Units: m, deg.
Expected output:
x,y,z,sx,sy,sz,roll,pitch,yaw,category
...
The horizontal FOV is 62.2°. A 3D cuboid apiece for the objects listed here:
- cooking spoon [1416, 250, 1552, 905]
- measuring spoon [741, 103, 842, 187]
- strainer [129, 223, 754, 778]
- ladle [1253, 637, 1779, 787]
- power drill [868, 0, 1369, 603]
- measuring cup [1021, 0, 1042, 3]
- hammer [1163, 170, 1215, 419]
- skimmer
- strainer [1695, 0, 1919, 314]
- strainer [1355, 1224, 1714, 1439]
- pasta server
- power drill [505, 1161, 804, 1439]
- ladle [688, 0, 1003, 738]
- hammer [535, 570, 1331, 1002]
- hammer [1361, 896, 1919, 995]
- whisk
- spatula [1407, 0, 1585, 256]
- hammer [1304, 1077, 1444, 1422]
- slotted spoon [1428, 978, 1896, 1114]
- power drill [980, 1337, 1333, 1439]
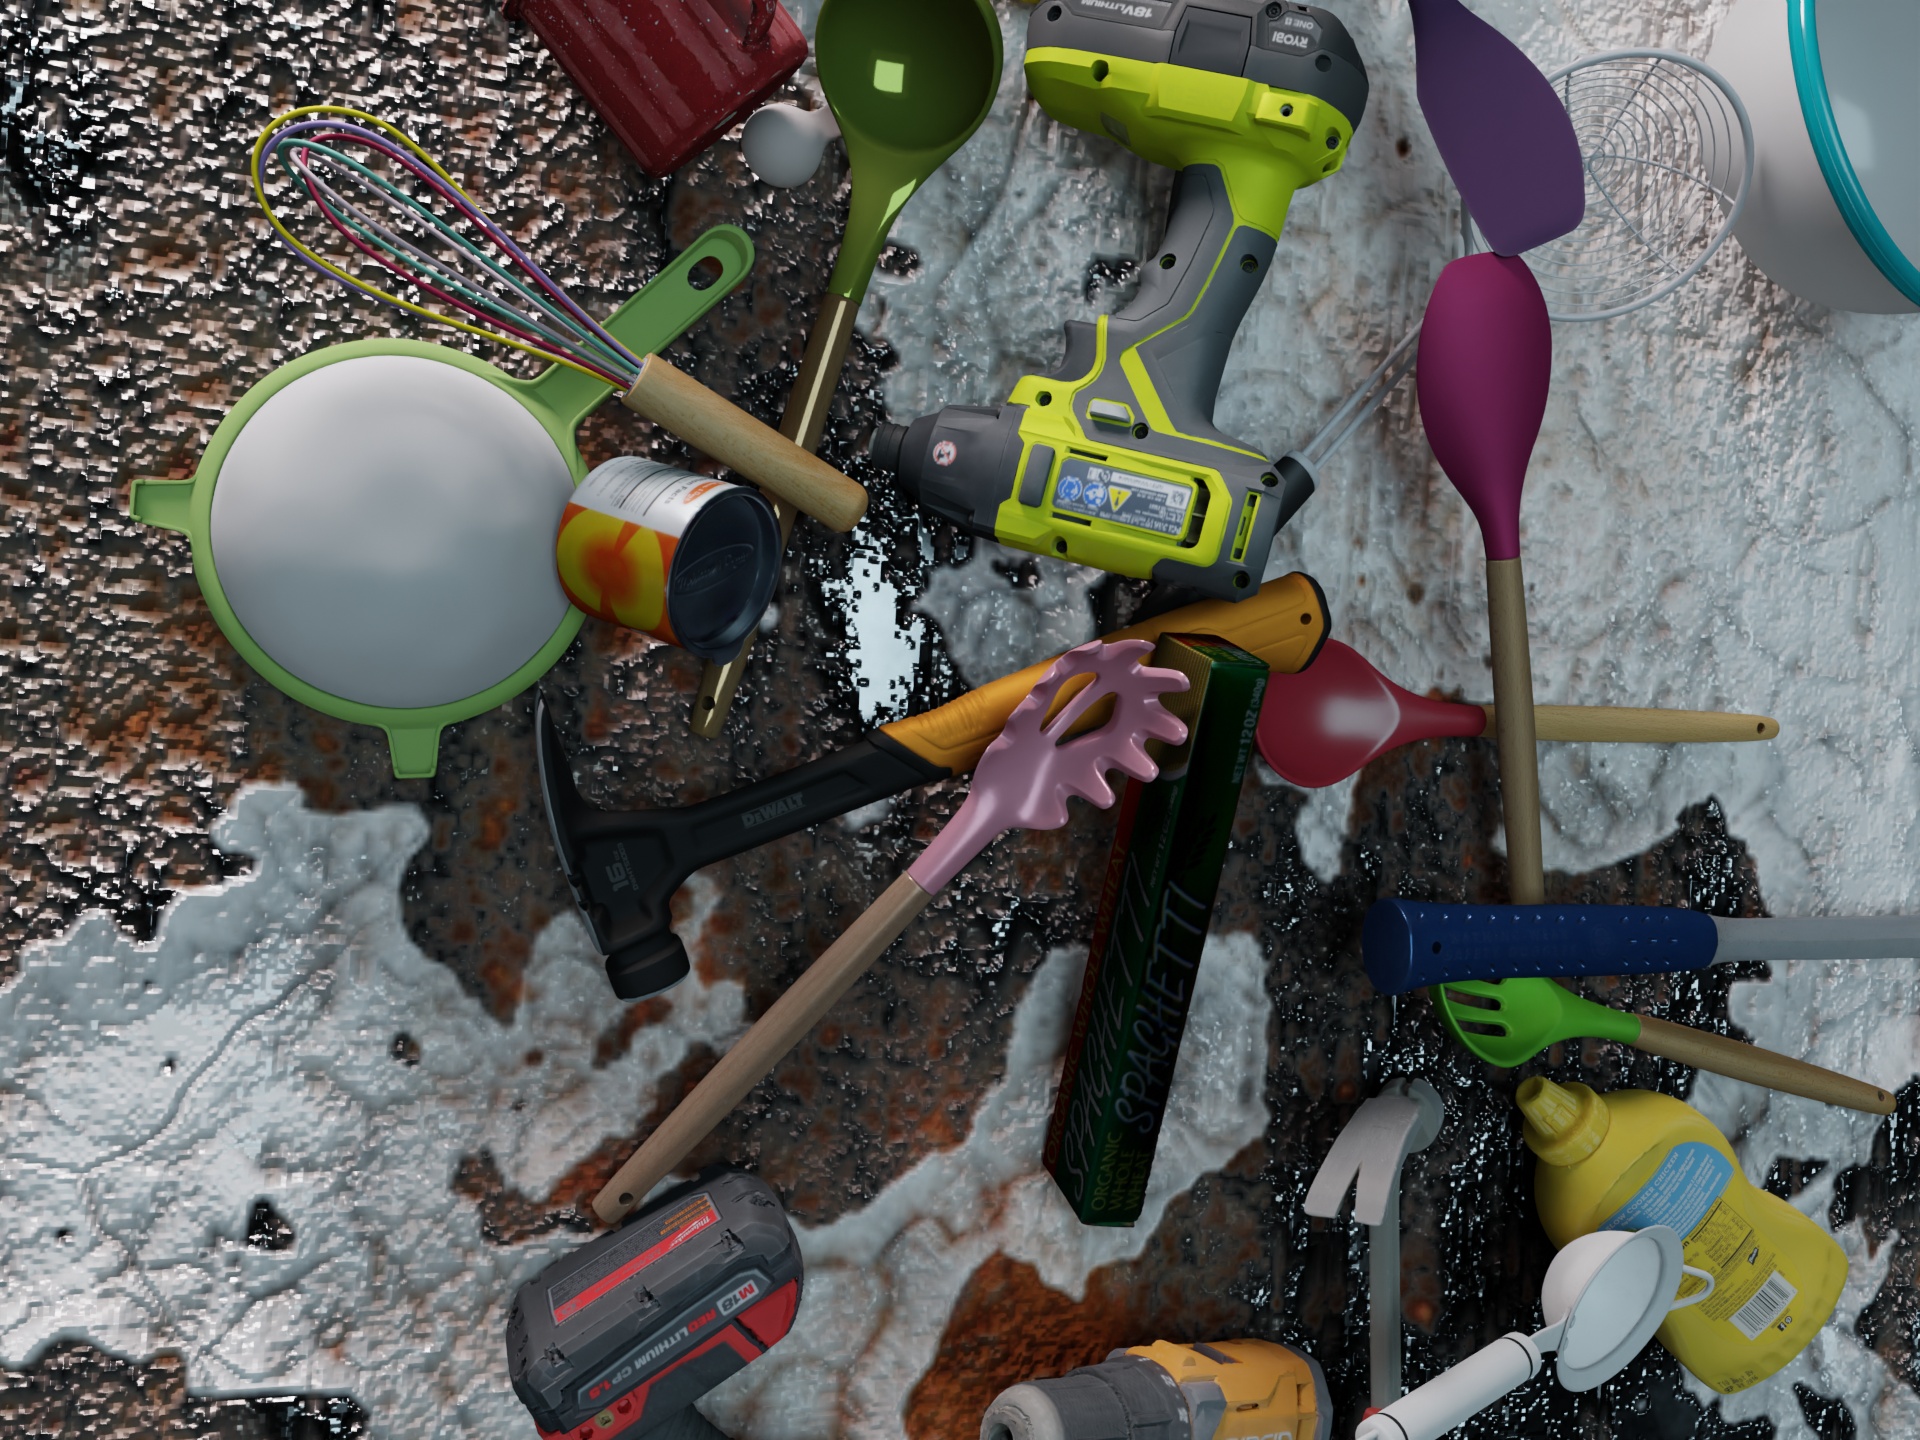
x,y,z,sx,sy,sz,roll,pitch,yaw,category
0.250,-0.049,0.725,0.068,0.017,0.318,-13,106,-14,cooking spoon
-0.036,-0.263,0.670,0.124,0.018,0.034,-32,100,-16,measuring spoon
-0.170,-0.108,0.600,0.256,0.069,0.151,-44,103,-11,strainer
0.272,-0.001,0.769,0.315,0.031,0.069,2,94,-20,ladle
0.065,-0.175,0.650,0.171,0.080,0.223,15,94,10,power drill
0.082,-0.346,0.677,0.156,0.029,0.062,-11,89,3,measuring cup
0.113,-0.261,0.711,0.128,0.033,0.331,9,88,-17,hammer
0.209,-0.152,0.712,0.363,0.090,0.127,-47,119,-11,skimmer
0.384,-0.325,0.756,0.340,0.095,0.211,43,62,-18,strainer
0.241,0.268,0.681,0.258,0.050,0.087,-6,112,-40,strainer
-0.033,0.086,0.628,0.316,0.040,0.060,-46,109,2,pasta server
-0.073,0.298,0.634,0.143,0.078,0.219,-30,102,-15,power drill
-0.058,-0.146,0.636,0.078,0.062,0.320,18,91,10,ladle
-0.001,-0.002,0.653,0.337,0.034,0.127,-20,106,-12,hammer
0.370,0.101,0.776,0.405,0.035,0.144,3,89,-24,hammer
-0.135,-0.140,0.576,0.244,0.051,0.047,30,60,-24,whisk
0.191,-0.351,0.696,0.060,0.018,0.316,-25,86,-4,spatula
0.188,0.351,0.707,0.037,0.149,0.359,1,97,26,hammer
0.354,0.162,0.795,0.313,0.031,0.070,17,61,-20,slotted spoon
0.064,0.369,0.651,0.185,0.084,0.226,18,83,-41,power drill
